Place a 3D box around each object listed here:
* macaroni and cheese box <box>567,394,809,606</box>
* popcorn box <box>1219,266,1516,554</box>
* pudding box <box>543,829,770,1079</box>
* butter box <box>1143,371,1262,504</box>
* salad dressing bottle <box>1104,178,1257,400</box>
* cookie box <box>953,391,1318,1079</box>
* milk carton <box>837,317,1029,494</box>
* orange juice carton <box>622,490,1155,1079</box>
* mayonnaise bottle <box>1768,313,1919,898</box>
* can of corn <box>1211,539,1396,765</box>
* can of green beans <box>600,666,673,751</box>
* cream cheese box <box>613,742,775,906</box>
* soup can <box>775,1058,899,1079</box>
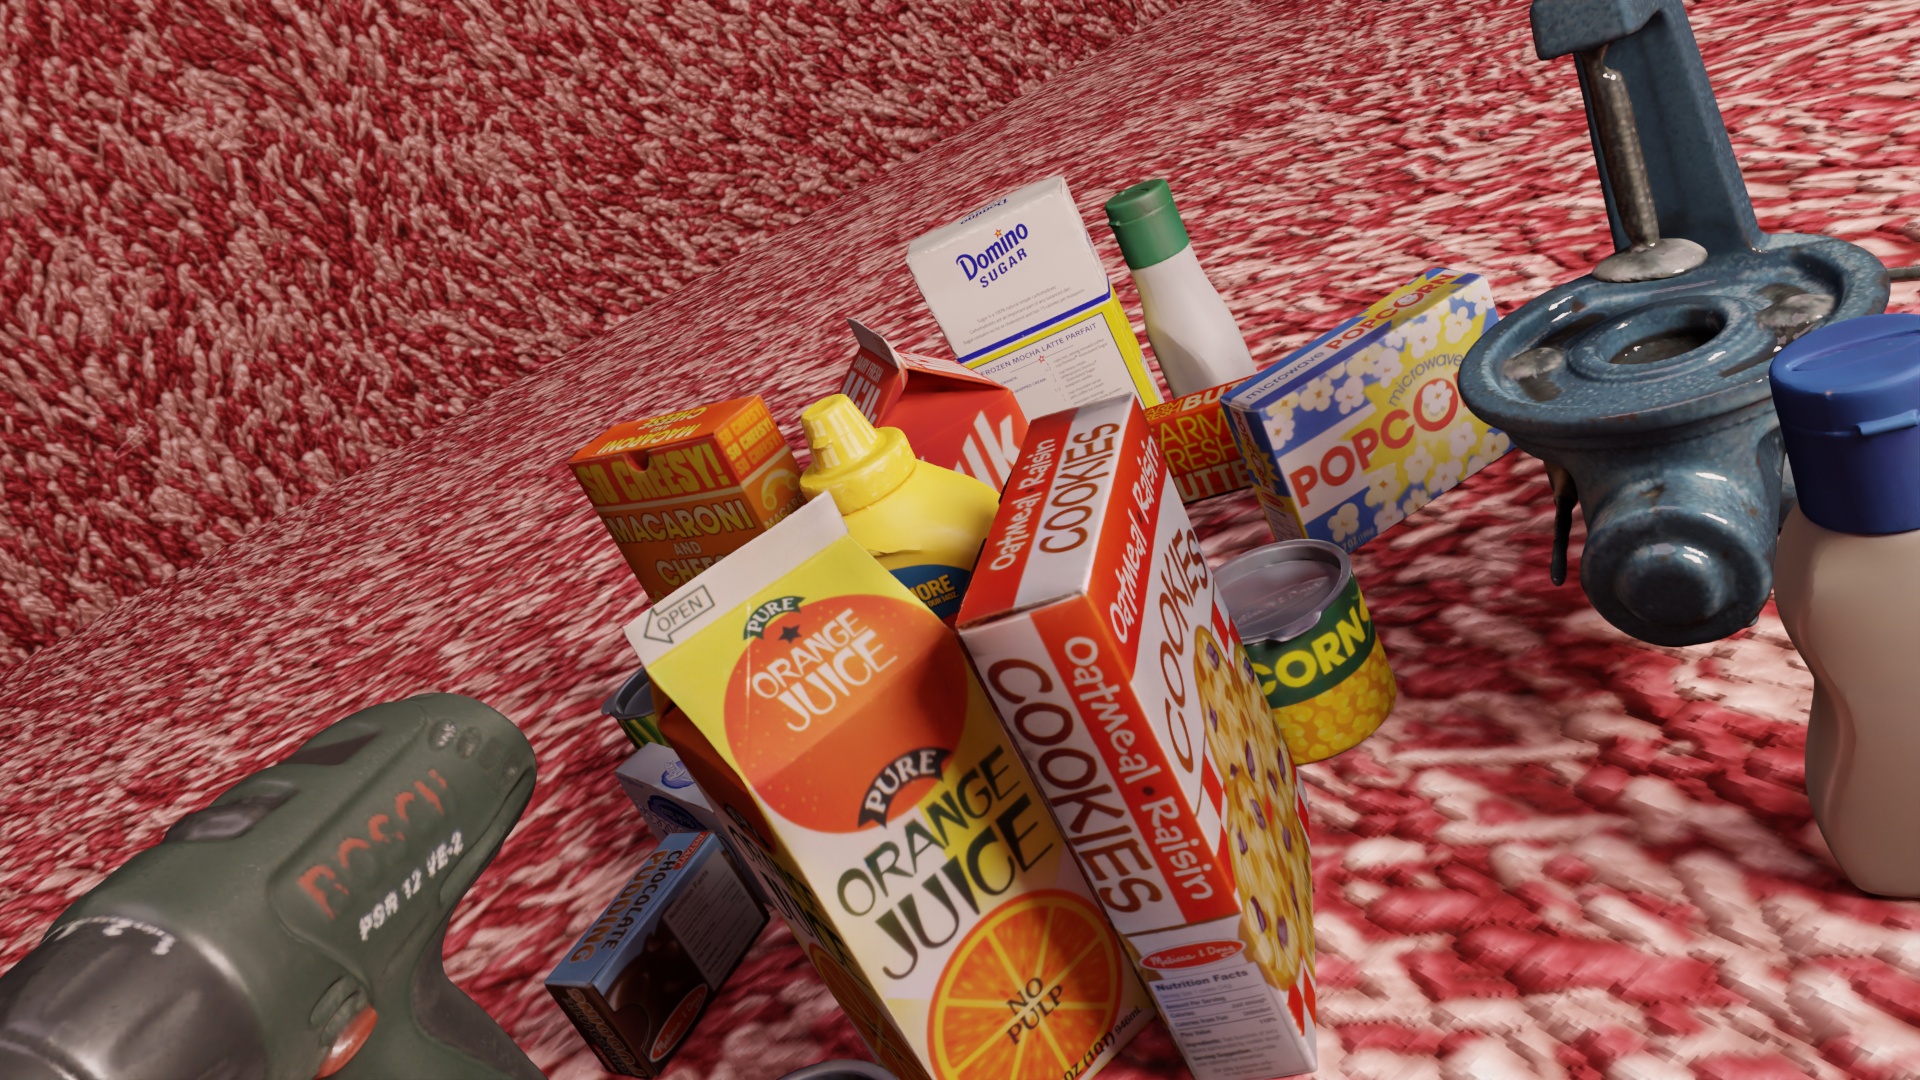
[{"bbox_3d":[-0.112,0.015,0.701,0.123,0.166,0.040,-6,30,42],"label":"macaroni and cheese box"},{"bbox_3d":[0.189,-0.056,0.628,0.127,0.085,0.038,-31,22,-10],"label":"popcorn box"},{"bbox_3d":[-0.116,0.159,0.541,0.030,0.049,0.084,-11,27,35],"label":"pudding box"},{"bbox_3d":[0.144,-0.055,0.720,0.103,0.053,0.024,-15,24,27],"label":"butter box"},{"bbox_3d":[0.125,-0.127,0.776,0.044,0.147,0.064,-32,22,-12],"label":"salad dressing bottle"},{"bbox_3d":[0.059,0.055,0.416,0.040,0.167,0.123,-18,23,21],"label":"cookie box"},{"bbox_3d":[0.002,-0.007,0.589,0.073,0.190,0.072,-30,22,-8],"label":"milk carton"},{"bbox_3d":[-0.023,0.083,0.412,0.072,0.192,0.073,-36,23,-22],"label":"orange juice carton"},{"bbox_3d":[0.229,0.019,0.331,0.064,0.147,0.041,-15,24,28],"label":"mayonnaise bottle"},{"bbox_3d":[0.123,0.043,0.518,0.071,0.058,0.071,-23,22,10],"label":"can of corn"},{"bbox_3d":[-0.134,0.091,0.702,0.071,0.057,0.071,-23,22,10],"label":"can of green beans"},{"bbox_3d":[-0.109,0.123,0.609,0.024,0.053,0.103,-40,25,-30],"label":"cream cheese box"},{"bbox_3d":[-0.025,0.182,0.340,0.071,0.083,0.071,-23,22,10],"label":"soup can"}]
